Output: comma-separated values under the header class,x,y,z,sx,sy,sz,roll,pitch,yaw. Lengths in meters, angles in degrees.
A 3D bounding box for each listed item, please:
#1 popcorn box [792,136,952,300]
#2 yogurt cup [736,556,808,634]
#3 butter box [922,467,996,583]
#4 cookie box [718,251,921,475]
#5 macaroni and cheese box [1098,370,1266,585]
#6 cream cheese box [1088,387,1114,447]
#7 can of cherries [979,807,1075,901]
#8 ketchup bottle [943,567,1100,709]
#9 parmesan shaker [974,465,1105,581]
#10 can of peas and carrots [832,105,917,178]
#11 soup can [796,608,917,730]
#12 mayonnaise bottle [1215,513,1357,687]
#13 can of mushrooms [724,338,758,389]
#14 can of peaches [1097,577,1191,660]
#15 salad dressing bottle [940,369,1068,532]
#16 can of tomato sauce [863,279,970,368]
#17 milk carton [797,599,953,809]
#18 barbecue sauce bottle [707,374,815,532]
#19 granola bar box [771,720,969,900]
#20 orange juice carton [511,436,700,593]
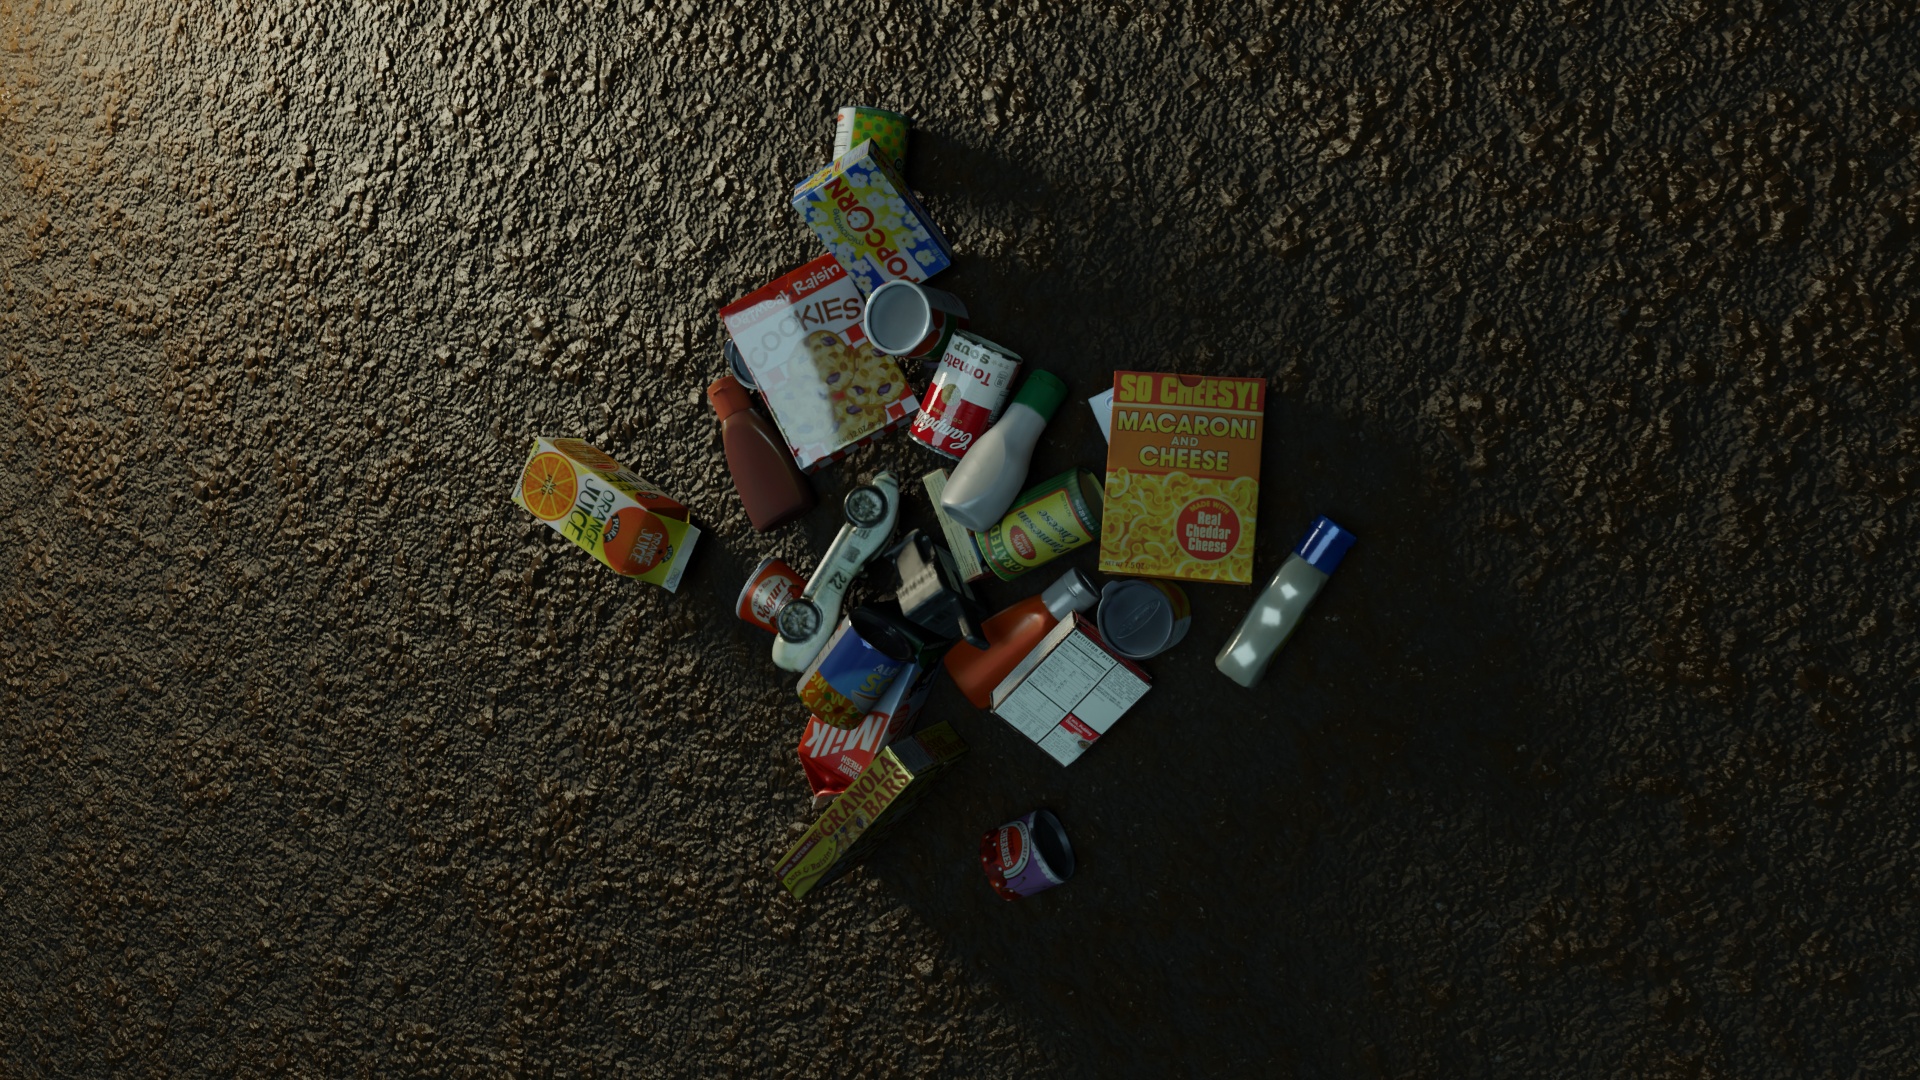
class,x,y,z,sx,sy,sz,roll,pitch,yaw
popcorn box,-0.076,-0.277,1.225,0.085,0.038,0.126,-27,122,23
yogurt cup,-0.169,0.057,1.303,0.054,0.072,0.072,31,104,11
butter box,0.004,-0.015,1.230,0.024,0.053,0.103,-25,82,25
cookie box,-0.126,-0.162,1.262,0.123,0.040,0.167,-28,84,1
macaroni and cheese box,0.181,-0.052,1.131,0.124,0.040,0.166,4,86,8
cream cheese box,0.154,-0.085,1.178,0.053,0.024,0.104,-26,82,21
can of cherries,0.057,0.273,1.209,0.058,0.071,0.071,-27,82,23
ketchup bottle,0.056,0.082,1.216,0.148,0.043,0.065,-41,78,19
parmesan shaker,0.071,-0.017,1.192,0.103,0.071,0.071,-26,82,22
can of peas and carrots,-0.077,-0.353,1.246,0.071,0.071,0.058,11,97,23
soup can,-0.089,0.113,1.190,0.071,0.071,0.083,42,107,16
mayonnaise bottle,0.262,0.049,1.117,0.041,0.065,0.147,36,102,15
can of mushrooms,-0.186,-0.176,1.316,0.071,0.033,0.071,1,94,23
can of peaches,0.154,0.062,1.165,0.071,0.058,0.071,1,93,24
salad dressing bottle,0.040,-0.078,1.186,0.064,0.044,0.148,17,69,48
can of tomato sauce,-0.039,-0.191,1.225,0.071,0.083,0.071,1,92,23
milk carton,-0.084,0.156,1.265,0.073,0.072,0.190,28,103,20
barbecue sauce bottle,-0.195,-0.085,1.319,0.064,0.044,0.148,-30,80,22
granola bar box,-0.077,0.239,1.236,0.039,0.124,0.165,46,109,14
orange juice carton,-0.340,-0.026,1.368,0.193,0.073,0.071,32,104,19
